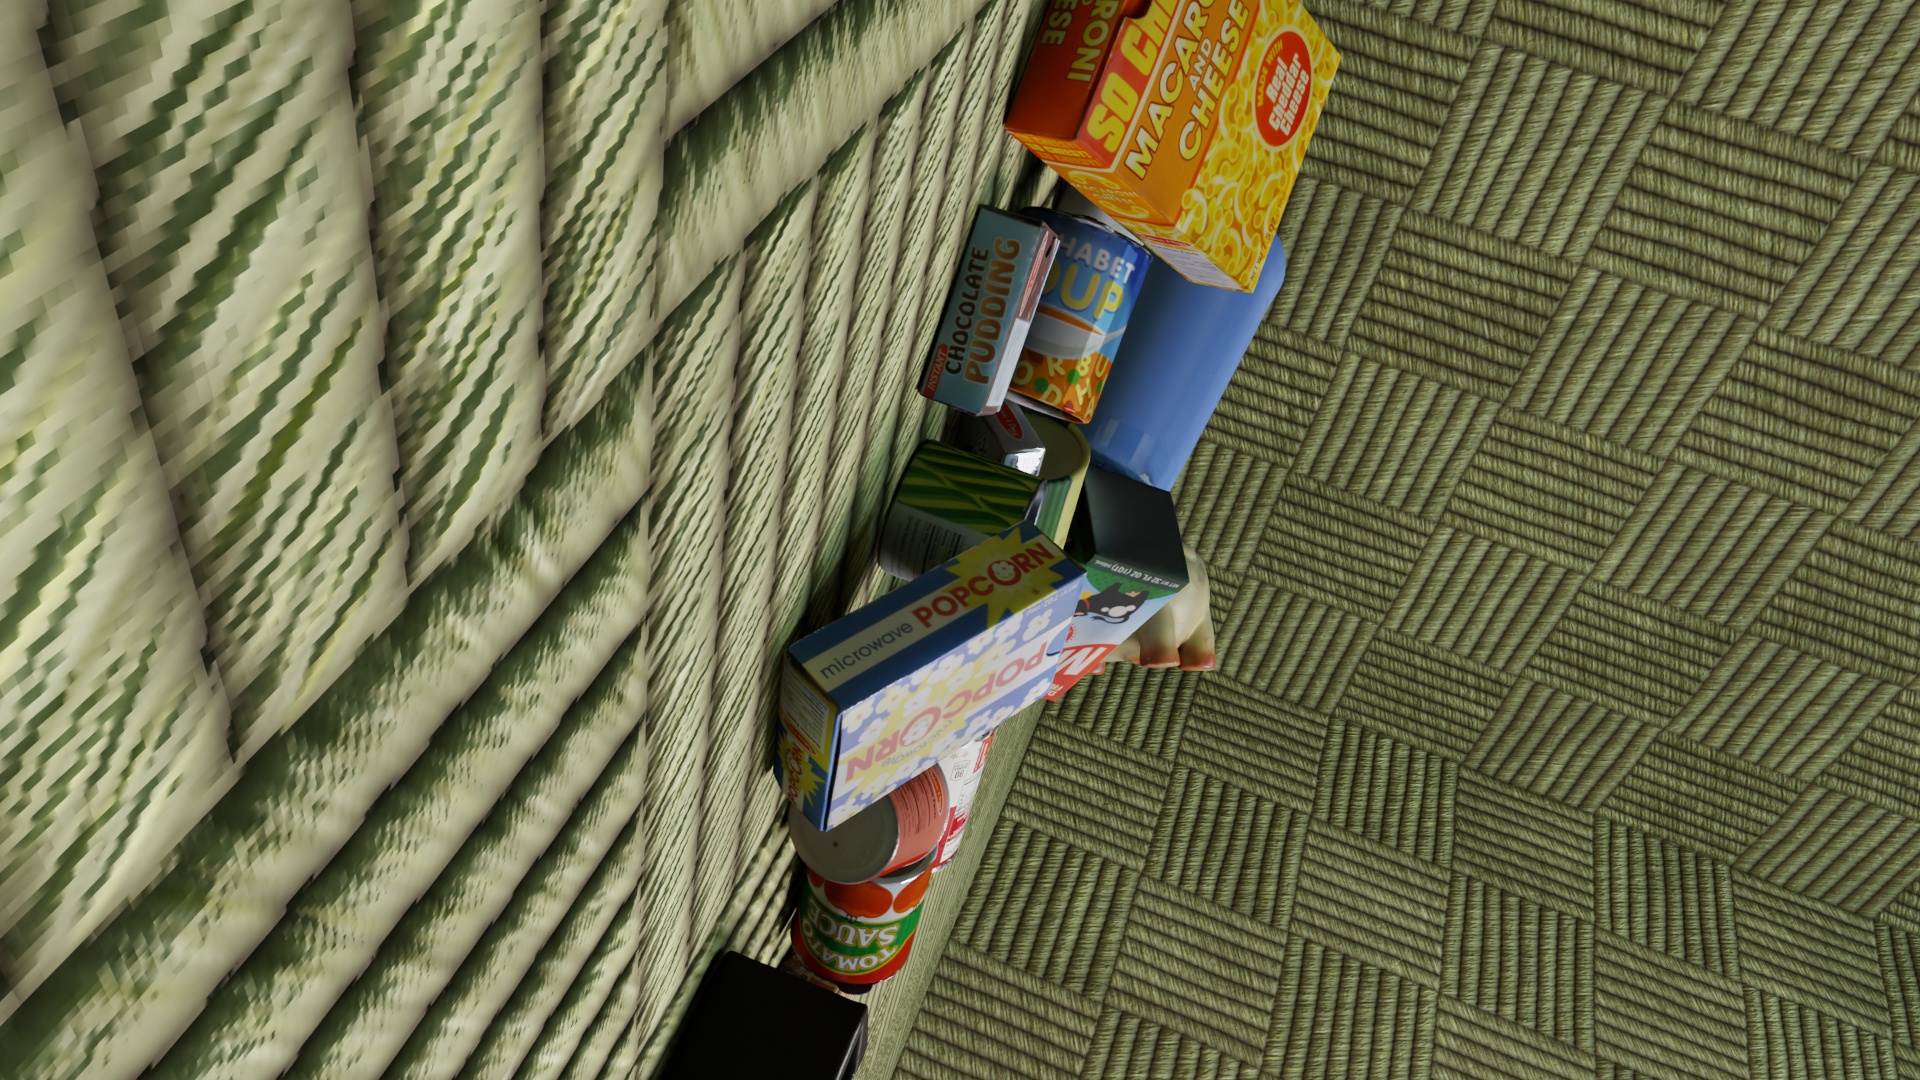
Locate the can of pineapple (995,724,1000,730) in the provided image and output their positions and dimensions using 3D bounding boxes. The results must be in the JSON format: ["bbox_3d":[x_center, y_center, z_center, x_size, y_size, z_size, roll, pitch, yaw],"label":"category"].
[{"bbox_3d":[0.001,0.077,0.835,0.058,0.071,0.070,-60,168,-52],"label":"can of pineapple"}]

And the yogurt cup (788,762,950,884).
[{"bbox_3d":[-0.045,0.126,0.646,0.072,0.072,0.054,-71,164,9],"label":"yogurt cup"}]

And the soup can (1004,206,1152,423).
[{"bbox_3d":[0.044,-0.104,0.647,0.071,0.071,0.083,12,98,-82],"label":"soup can"}]

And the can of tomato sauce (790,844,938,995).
[{"bbox_3d":[-0.051,0.183,0.730,0.071,0.071,0.082,-59,166,-55],"label":"can of tomato sauce"}]

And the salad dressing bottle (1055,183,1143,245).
[{"bbox_3d":[0.110,-0.218,0.739,0.147,0.044,0.064,-53,151,13],"label":"salad dressing bottle"}]

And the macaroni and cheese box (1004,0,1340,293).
[{"bbox_3d":[0.100,-0.196,0.604,0.166,0.040,0.123,21,89,-52],"label":"macaroni and cheese box"}]

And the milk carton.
[{"bbox_3d":[0.056,0.041,0.889,0.189,0.072,0.074,-48,-144,42],"label":"milk carton"}]

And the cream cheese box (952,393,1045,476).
[{"bbox_3d":[0.012,-0.020,0.704,0.053,0.024,0.103,-117,-148,-44],"label":"cream cheese box"}]

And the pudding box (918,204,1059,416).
[{"bbox_3d":[0.013,-0.096,0.588,0.050,0.030,0.083,-26,136,-78],"label":"pudding box"}]

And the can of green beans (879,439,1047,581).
[{"bbox_3d":[0.002,-0.007,0.635,0.071,0.058,0.071,18,93,-82],"label":"can of green beans"}]

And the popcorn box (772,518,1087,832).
[{"bbox_3d":[-0.014,0.054,0.561,0.127,0.038,0.084,-28,148,-31],"label":"popcorn box"}]

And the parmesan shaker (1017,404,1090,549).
[{"bbox_3d":[0.030,-0.020,0.782,0.102,0.071,0.072,102,11,-45],"label":"parmesan shaker"}]

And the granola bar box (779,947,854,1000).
[{"bbox_3d":[-0.102,0.299,0.785,0.166,0.039,0.123,-49,158,-70],"label":"granola bar box"}]
